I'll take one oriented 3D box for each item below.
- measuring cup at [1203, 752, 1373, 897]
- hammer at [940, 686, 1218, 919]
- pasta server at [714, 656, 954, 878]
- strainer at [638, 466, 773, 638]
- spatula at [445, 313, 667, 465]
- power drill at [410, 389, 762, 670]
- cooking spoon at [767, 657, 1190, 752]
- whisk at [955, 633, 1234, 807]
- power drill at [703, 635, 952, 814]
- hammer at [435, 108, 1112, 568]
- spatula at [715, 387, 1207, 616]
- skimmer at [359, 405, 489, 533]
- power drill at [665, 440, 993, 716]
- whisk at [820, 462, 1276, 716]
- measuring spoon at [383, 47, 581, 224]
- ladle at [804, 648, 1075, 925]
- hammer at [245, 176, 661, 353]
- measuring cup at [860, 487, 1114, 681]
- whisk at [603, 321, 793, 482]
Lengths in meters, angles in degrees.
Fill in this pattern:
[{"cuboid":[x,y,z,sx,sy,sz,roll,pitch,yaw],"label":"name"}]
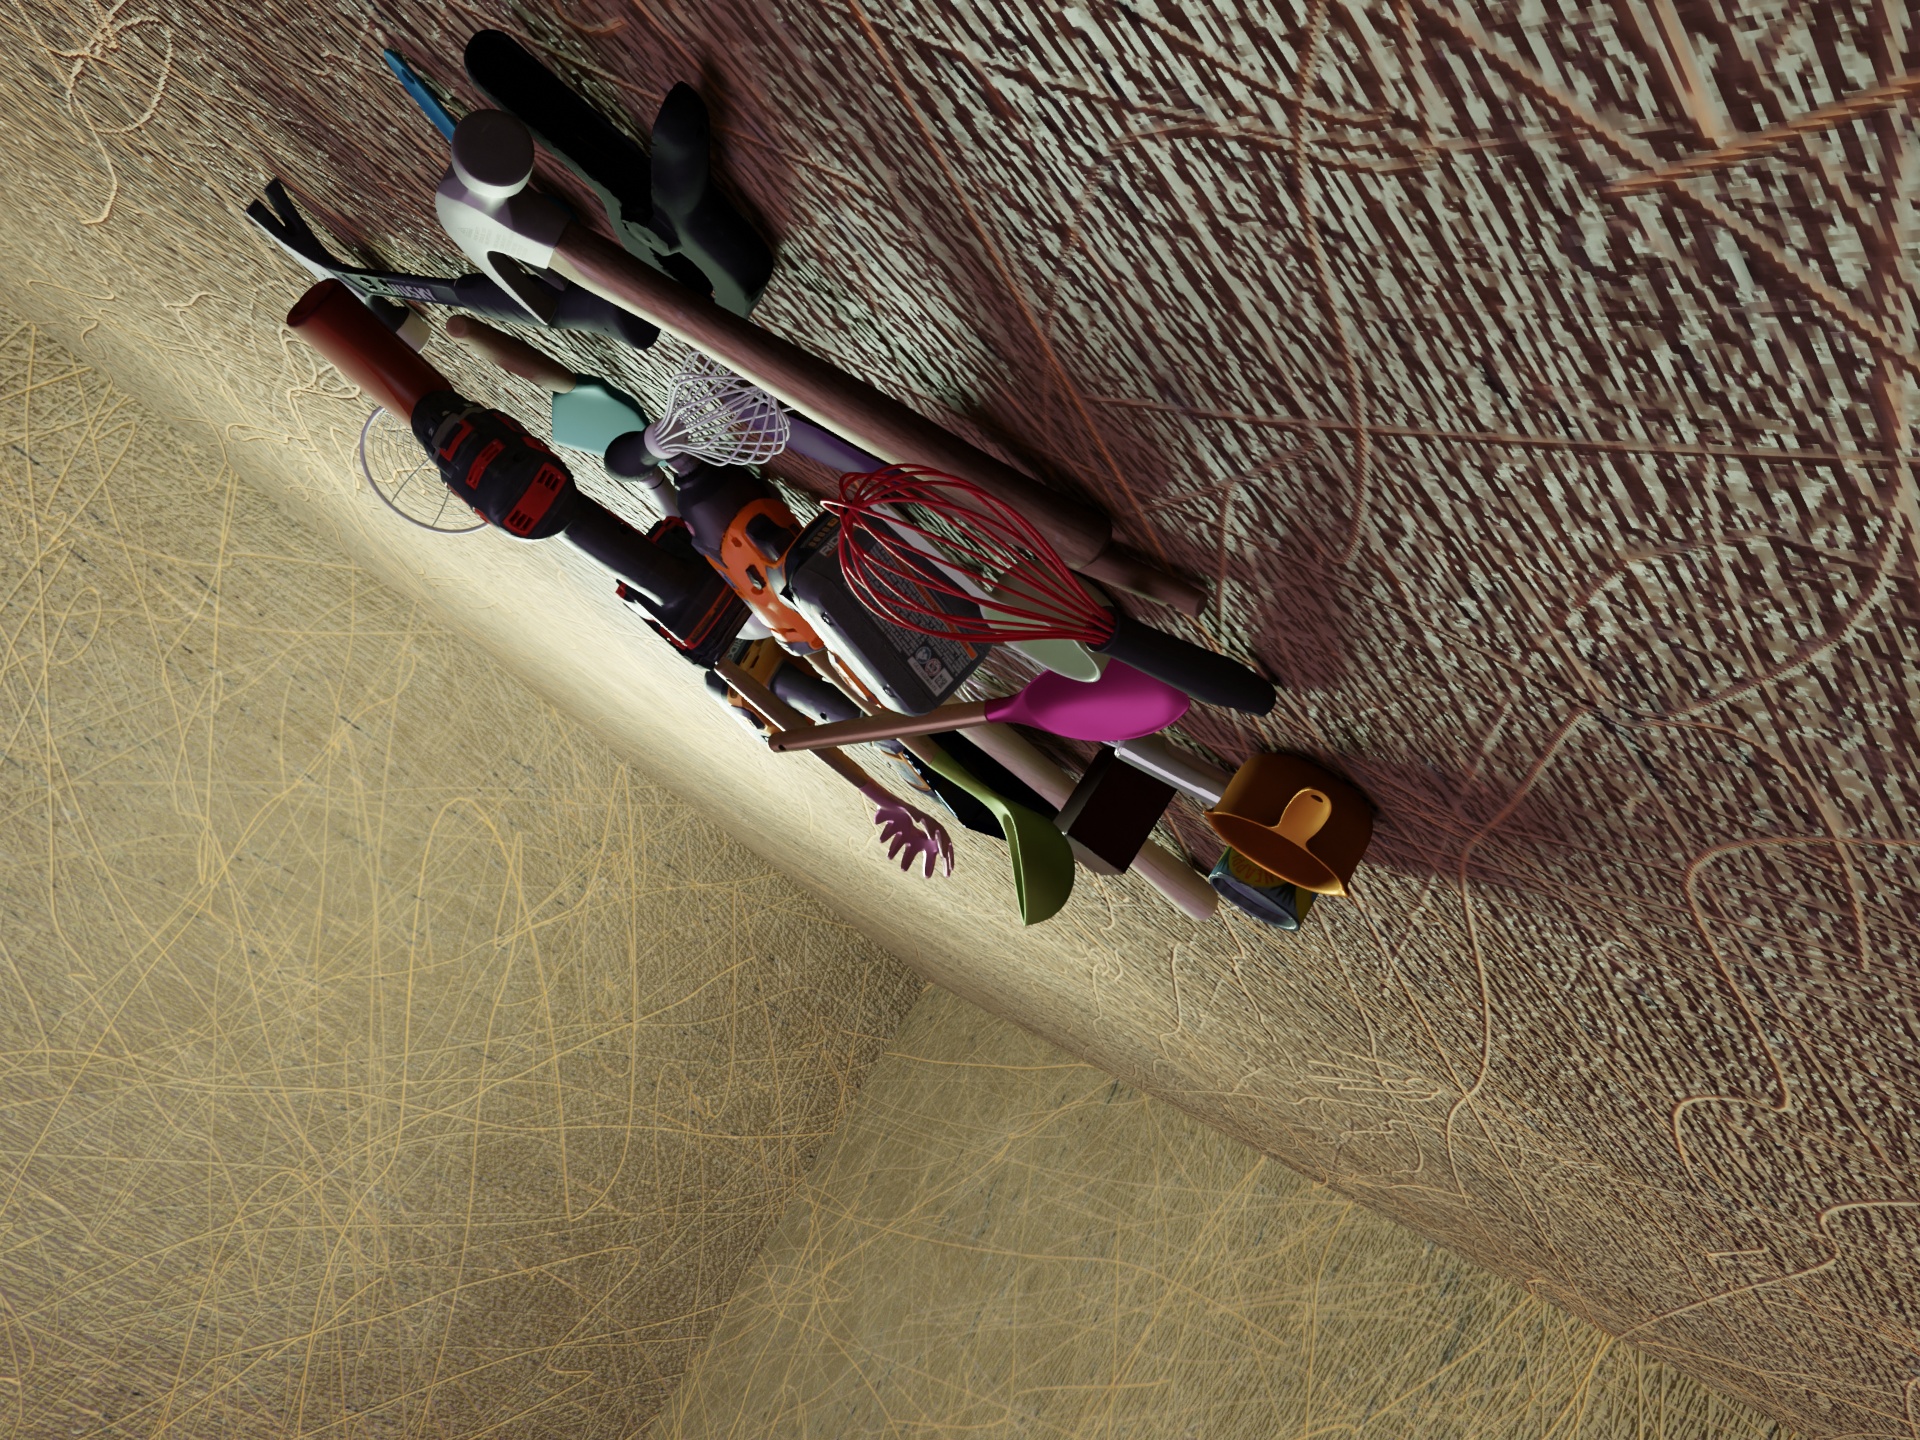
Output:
[{"cuboid":[0.194,0.044,0.883,0.095,0.052,0.173,31,165,10],"label":"measuring cup"},{"cuboid":[0.063,0.043,1.168,0.410,0.038,0.146,38,-178,-31],"label":"hammer"},{"cuboid":[-0.098,0.043,1.291,0.060,0.040,0.315,-5,147,35],"label":"pasta server"},{"cuboid":[-0.193,-0.124,1.218,0.087,0.050,0.258,42,170,32],"label":"strainer"},{"cuboid":[-0.241,-0.193,0.935,0.082,0.044,0.317,12,-176,2],"label":"spatula"},{"cuboid":[-0.256,-0.137,1.061,0.226,0.080,0.188,33,-178,-45],"label":"power drill"},{"cuboid":[-0.002,-0.003,0.997,0.319,0.017,0.068,-8,131,36],"label":"cooking spoon"},{"cuboid":[0.097,0.007,1.002,0.246,0.059,0.058,28,-157,6],"label":"whisk"},{"cuboid":[-0.088,0.007,1.363,0.226,0.084,0.185,20,163,29],"label":"power drill"},{"cuboid":[-0.076,-0.155,0.717,0.331,0.031,0.130,27,170,-18],"label":"hammer"},{"cuboid":[-0.007,-0.117,0.838,0.316,0.018,0.059,27,172,29],"label":"spatula"},{"cuboid":[-0.337,-0.158,1.246,0.364,0.090,0.127,30,132,33],"label":"skimmer"},{"cuboid":[-0.092,-0.095,0.957,0.164,0.084,0.227,50,167,-31],"label":"power drill"},{"cuboid":[0.054,-0.049,0.746,0.295,0.073,0.073,20,178,-39],"label":"whisk"},{"cuboid":[-0.230,-0.280,0.785,0.128,0.021,0.042,49,162,-24],"label":"measuring spoon"},{"cuboid":[-0.044,0.017,1.094,0.320,0.062,0.078,41,162,16],"label":"ladle"},{"cuboid":[-0.306,-0.265,0.972,0.409,0.036,0.149,19,160,44],"label":"hammer"},{"cuboid":[0.019,-0.083,0.857,0.167,0.038,0.083,38,166,-17],"label":"measuring cup"},{"cuboid":[-0.155,-0.164,0.889,0.070,0.070,0.285,38,164,-22],"label":"whisk"}]
